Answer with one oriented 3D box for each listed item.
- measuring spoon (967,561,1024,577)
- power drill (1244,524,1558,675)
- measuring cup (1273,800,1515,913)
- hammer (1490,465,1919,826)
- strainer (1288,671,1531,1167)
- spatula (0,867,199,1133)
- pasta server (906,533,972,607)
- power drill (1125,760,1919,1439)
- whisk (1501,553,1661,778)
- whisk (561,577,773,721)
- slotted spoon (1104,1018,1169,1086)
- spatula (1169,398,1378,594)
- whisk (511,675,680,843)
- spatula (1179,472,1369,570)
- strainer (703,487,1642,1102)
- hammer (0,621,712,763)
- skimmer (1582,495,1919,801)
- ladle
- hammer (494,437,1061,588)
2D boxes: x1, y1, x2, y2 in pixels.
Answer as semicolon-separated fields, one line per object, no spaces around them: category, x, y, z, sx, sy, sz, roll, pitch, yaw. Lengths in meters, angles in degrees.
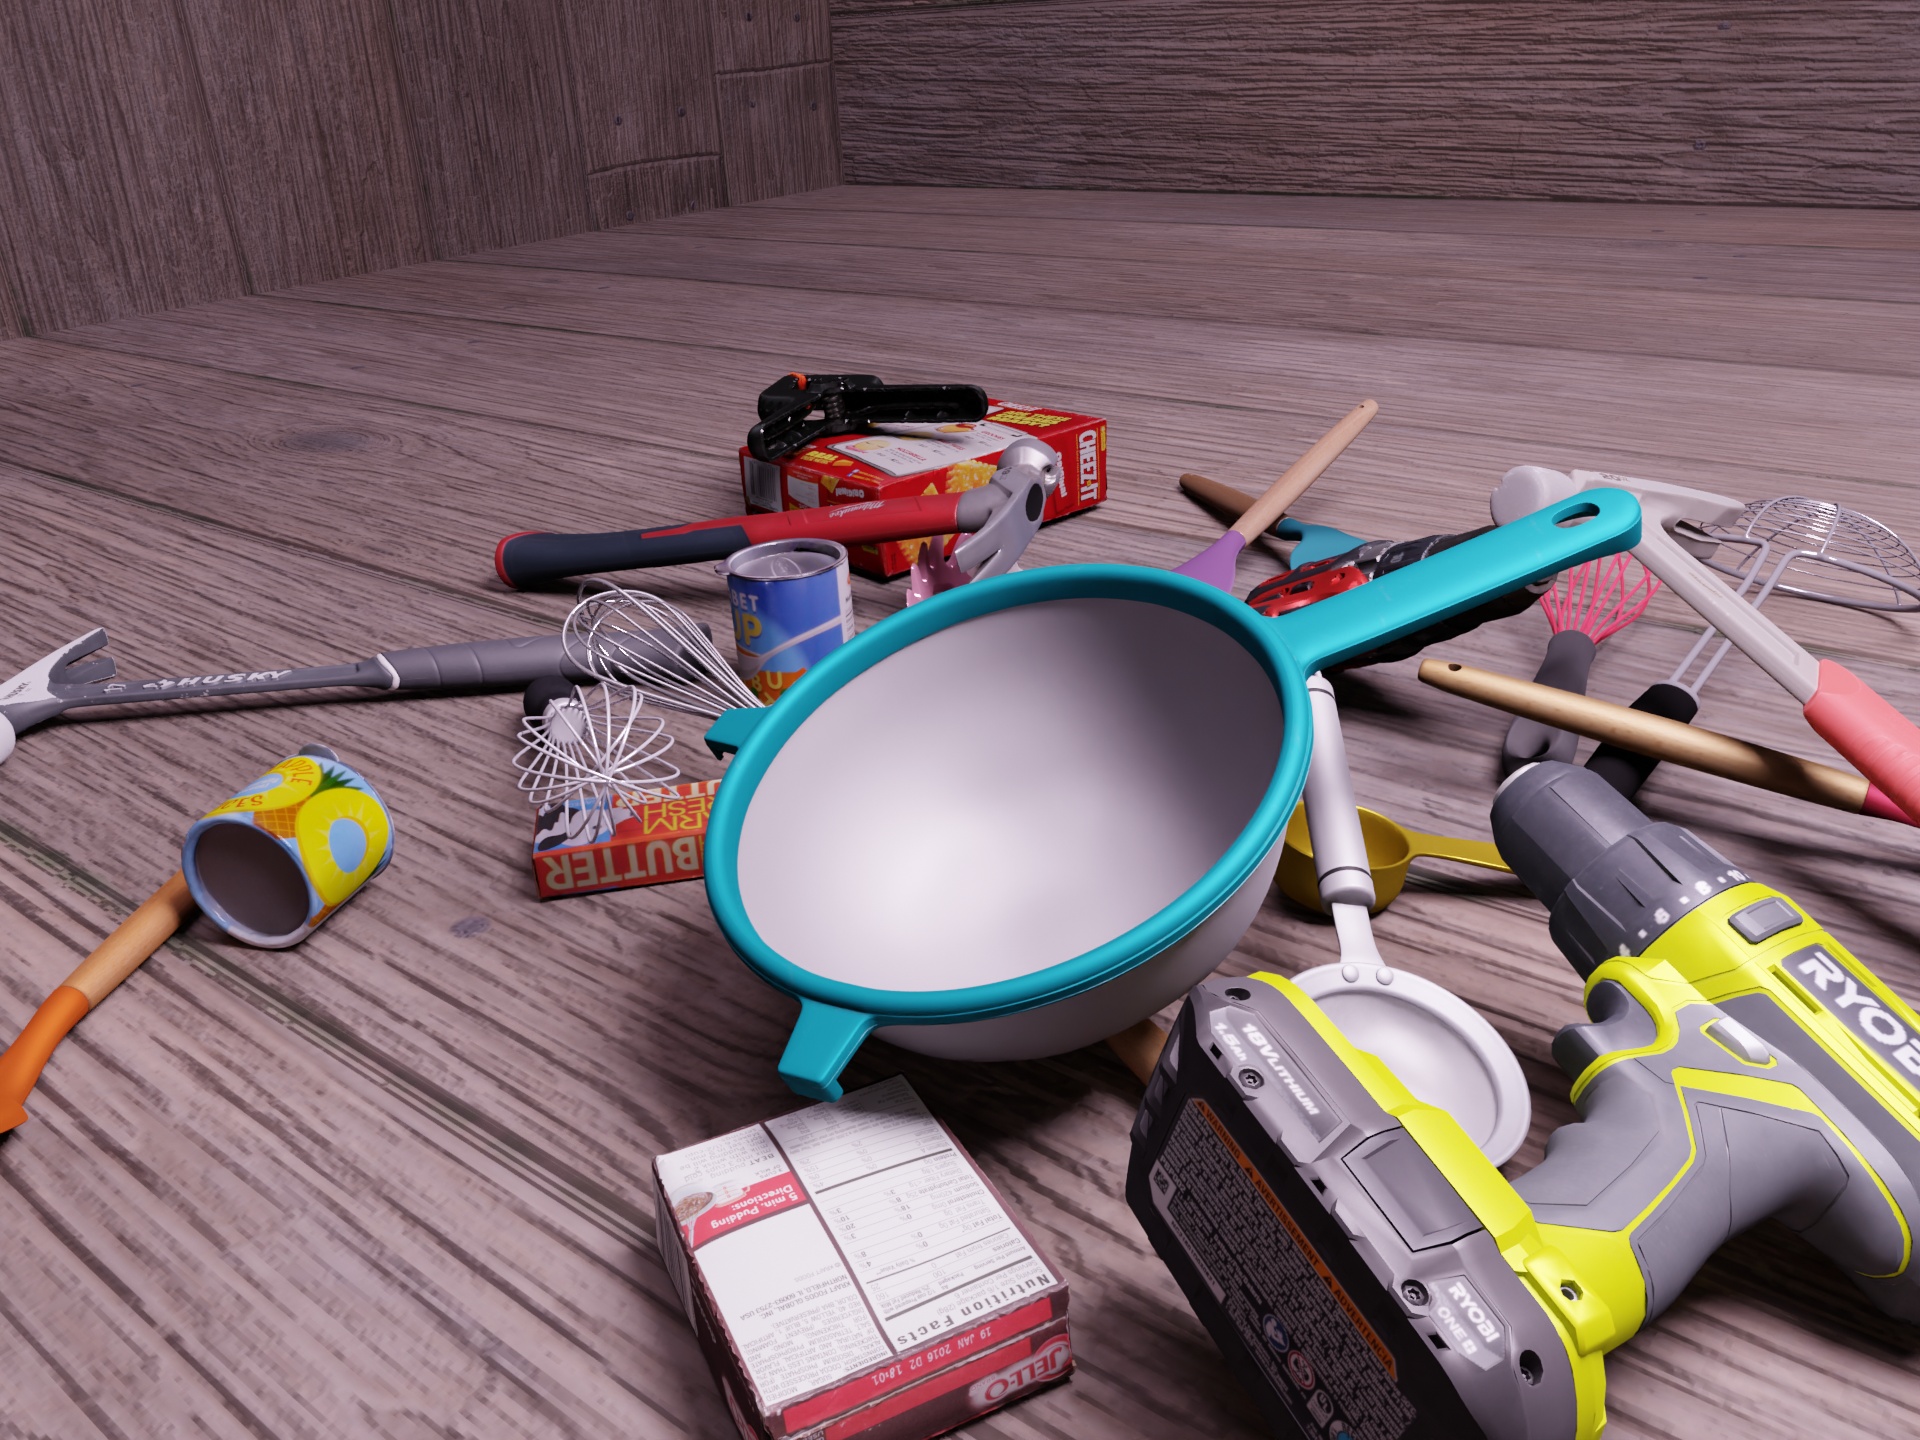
measuring spoon;0.063;-0.087;0.959;0.124;0.018;0.034;10;38;-15
power drill;0.147;-0.040;0.751;0.226;0.080;0.188;-16;1;-28
measuring cup;0.203;0.065;0.652;0.156;0.029;0.062;9;25;0
hammer;0.356;0.011;0.603;0.149;0.036;0.360;4;37;-28
strainer;0.137;0.068;0.555;0.087;0.050;0.259;7;45;-5
spatula;-0.349;0.093;0.645;0.081;0.041;0.323;-2;24;6
pasta server;-0.036;-0.029;0.867;0.060;0.040;0.316;24;31;6
power drill;0.164;0.100;0.441;0.228;0.080;0.191;-14;48;-28
whisk;0.321;-0.046;0.830;0.073;0.073;0.296;8;34;25
whisk;-0.097;-0.002;0.751;0.246;0.059;0.058;30;50;25
slotted spoon;0.066;0.118;0.544;0.070;0.031;0.314;-23;32;-21
spatula;0.187;-0.126;0.997;0.060;0.018;0.316;12;42;39
whisk;-0.182;0.005;0.753;0.070;0.070;0.285;-12;11;-17
spatula;0.204;-0.121;1.052;0.082;0.044;0.318;-10;20;-10
strainer;0.083;0.019;0.559;0.340;0.095;0.211;-23;37;-2
hammer;-0.348;-0.027;0.916;0.409;0.036;0.149;-4;23;-2
skimmer;0.375;-0.017;0.790;0.127;0.090;0.363;21;44;36
ladle;0.344;0.023;0.655;0.315;0.031;0.069;19;44;25
hammer;-0.137;-0.107;0.985;0.386;0.038;0.143;-3;33;25
